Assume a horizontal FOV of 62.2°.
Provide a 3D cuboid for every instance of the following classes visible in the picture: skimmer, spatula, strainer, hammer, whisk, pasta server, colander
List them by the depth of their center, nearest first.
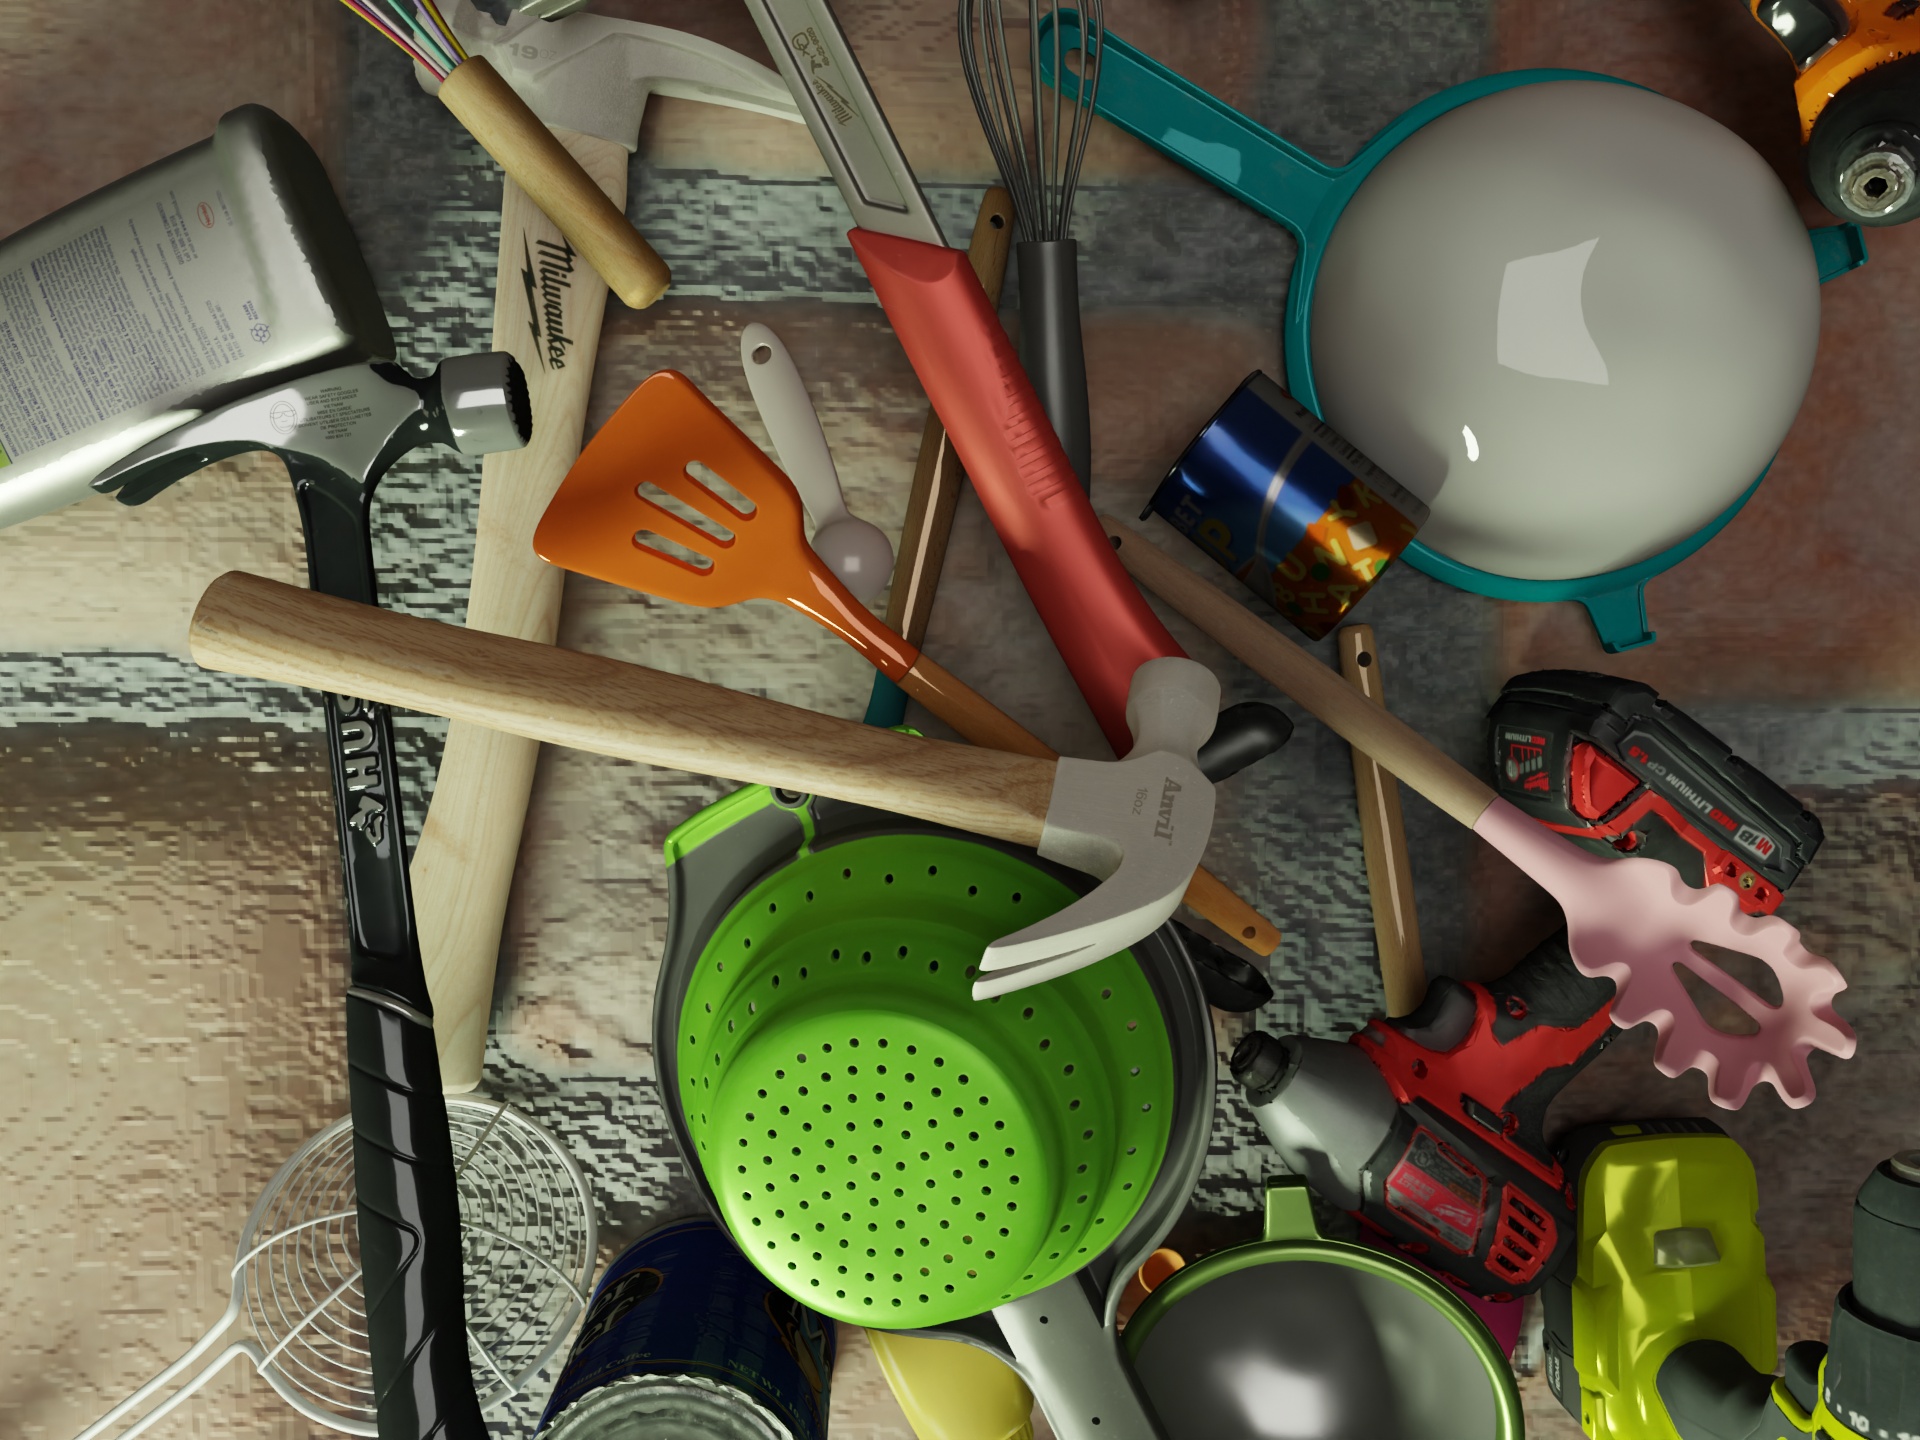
[{"bbox_3d":[-0.084,0.004,0.509,0.331,0.031,0.130,12,50,3],"label":"hammer"},{"bbox_3d":[0.018,0.201,0.534,0.204,0.094,0.397,-25,96,13],"label":"colander"},{"bbox_3d":[-0.204,0.079,0.547,0.149,0.036,0.409,-8,84,-2],"label":"hammer"},{"bbox_3d":[-0.189,-0.246,0.556,0.047,0.051,0.245,-43,100,-7],"label":"whisk"},{"bbox_3d":[0.161,0.015,0.559,0.316,0.040,0.060,40,105,24],"label":"pasta server"},{"bbox_3d":[-0.011,-0.134,0.573,0.149,0.037,0.359,-24,101,16],"label":"hammer"},{"bbox_3d":[-0.001,-0.002,0.584,0.322,0.041,0.081,37,104,-14],"label":"spatula"},{"bbox_3d":[0.180,-0.181,0.590,0.340,0.095,0.211,29,91,-5],"label":"strainer"},{"bbox_3d":[0.030,-0.178,0.596,0.055,0.055,0.239,-5,106,-3],"label":"whisk"},{"bbox_3d":[0.176,0.282,0.607,0.256,0.069,0.151,34,105,1],"label":"strainer"},{"bbox_3d":[-0.160,-0.060,0.610,0.146,0.038,0.410,9,93,-5],"label":"hammer"},{"bbox_3d":[-0.014,-0.051,0.613,0.082,0.044,0.317,12,91,-12],"label":"spatula"},{"bbox_3d":[-0.305,0.275,0.616,0.363,0.090,0.127,-37,63,10],"label":"skimmer"}]

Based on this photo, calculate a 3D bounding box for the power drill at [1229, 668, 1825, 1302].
[{"bbox_3d":[0.206,0.095,0.602,0.143,0.078,0.219,34,88,-11],"label":"power drill"}]

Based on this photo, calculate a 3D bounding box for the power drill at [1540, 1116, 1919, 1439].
[{"bbox_3d":[0.283,0.219,0.547,0.080,0.228,0.190,-3,93,-3],"label":"power drill"}]

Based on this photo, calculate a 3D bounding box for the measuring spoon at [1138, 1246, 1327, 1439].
[{"bbox_3d":[0.114,0.258,0.653,0.021,0.011,0.117,-43,98,-1],"label":"measuring spoon"}]

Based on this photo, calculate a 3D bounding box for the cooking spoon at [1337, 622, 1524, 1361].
[{"bbox_3d":[0.181,0.119,0.643,0.068,0.017,0.319,-9,93,-4],"label":"cooking spoon"}]

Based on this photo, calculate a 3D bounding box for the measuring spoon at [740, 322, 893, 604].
[{"bbox_3d":[-0.061,-0.100,0.605,0.034,0.018,0.124,-26,77,11],"label":"measuring spoon"}]

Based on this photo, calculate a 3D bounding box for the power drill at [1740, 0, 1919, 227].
[{"bbox_3d":[0.281,-0.274,0.565,0.226,0.084,0.164,45,48,-3],"label":"power drill"}]
